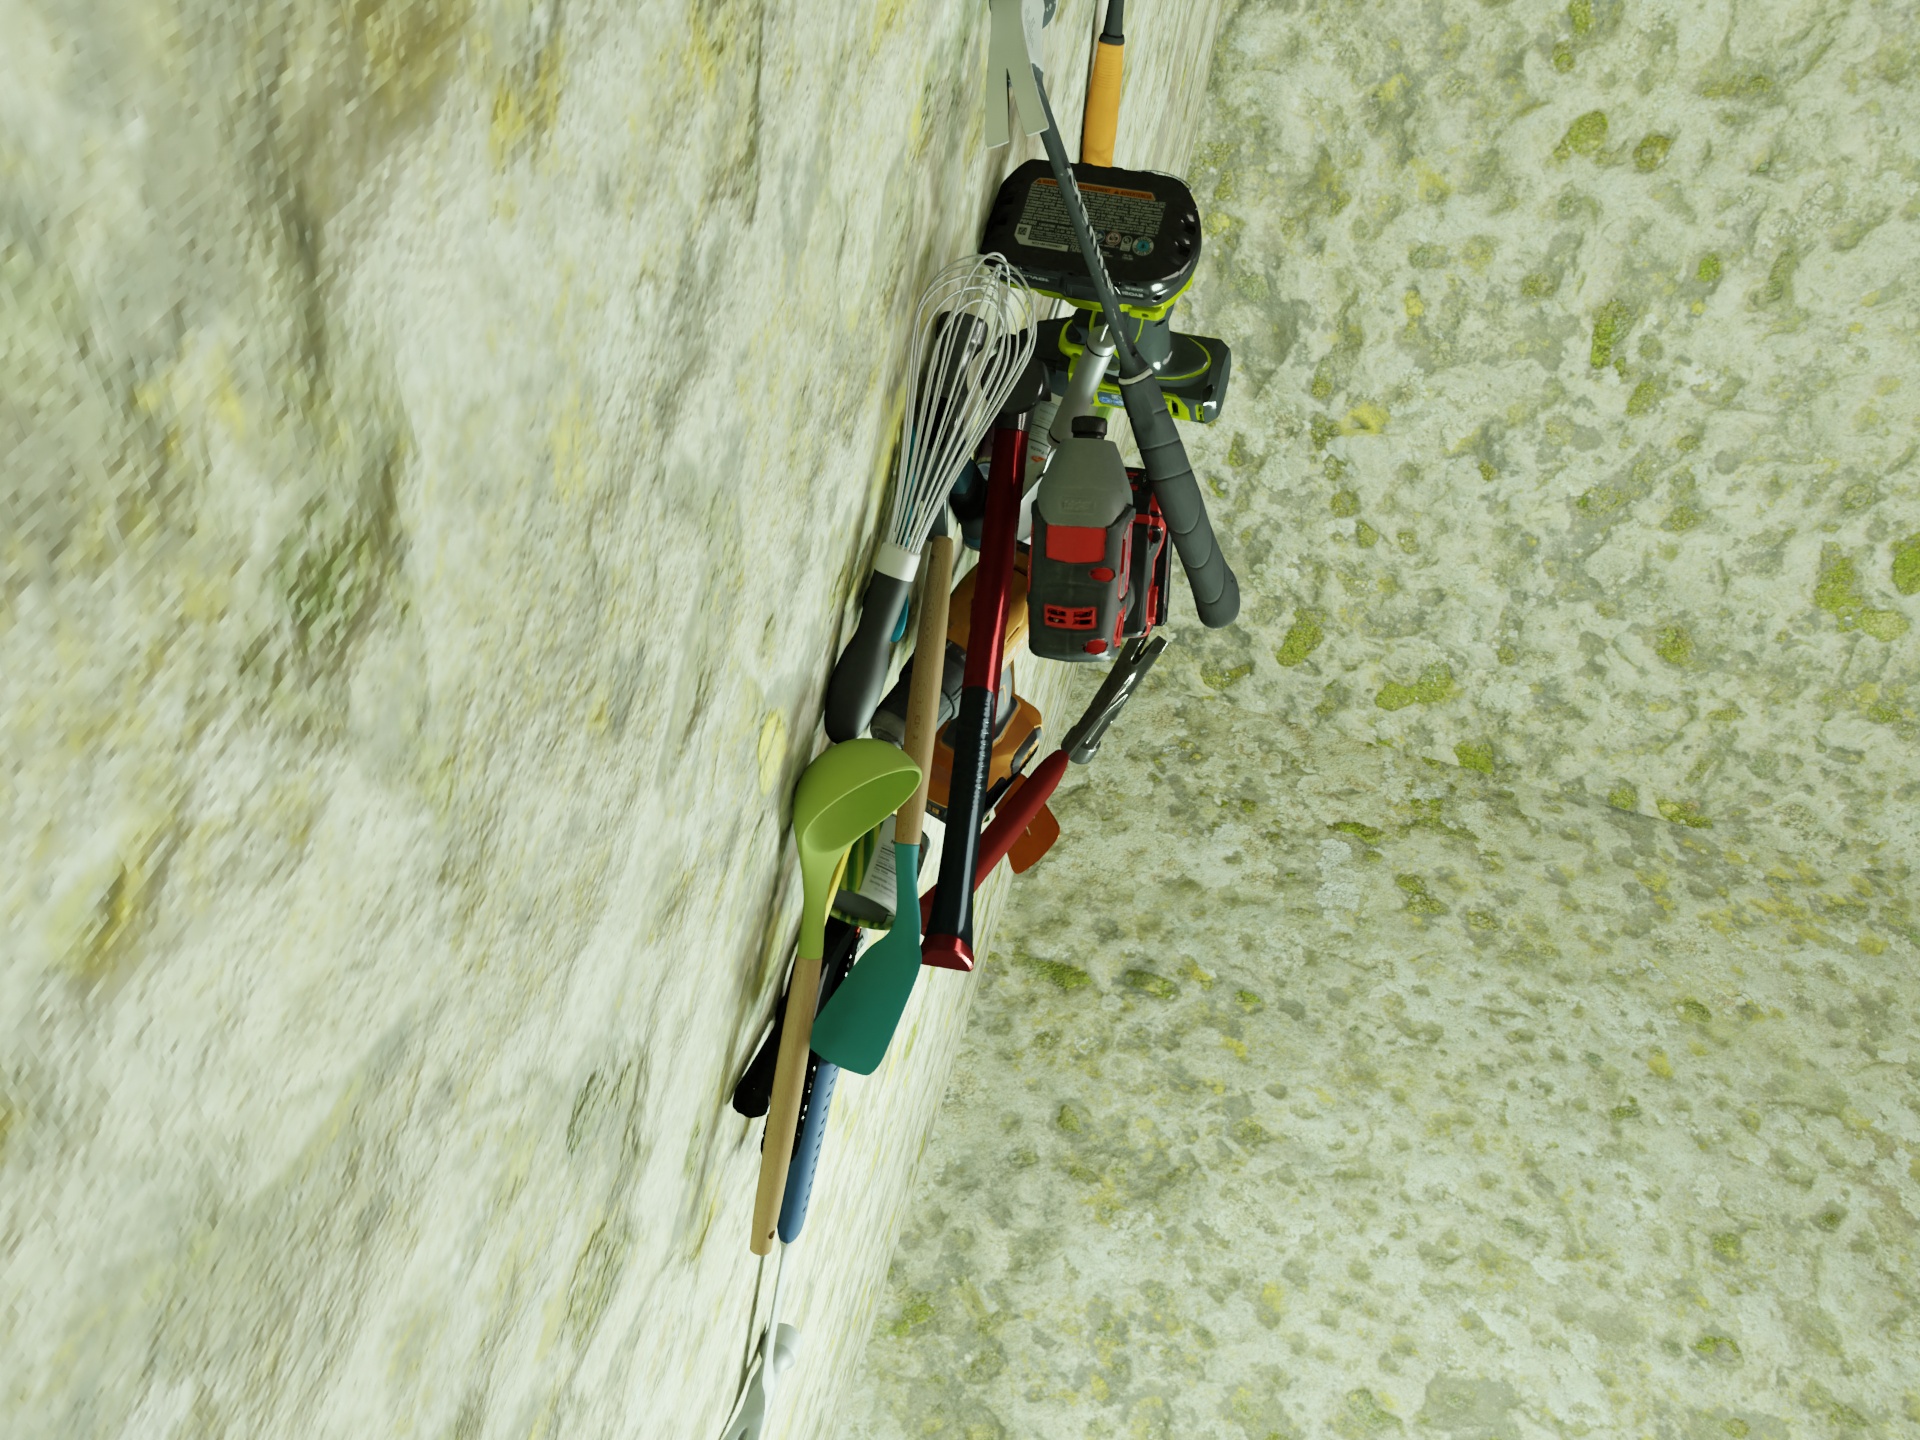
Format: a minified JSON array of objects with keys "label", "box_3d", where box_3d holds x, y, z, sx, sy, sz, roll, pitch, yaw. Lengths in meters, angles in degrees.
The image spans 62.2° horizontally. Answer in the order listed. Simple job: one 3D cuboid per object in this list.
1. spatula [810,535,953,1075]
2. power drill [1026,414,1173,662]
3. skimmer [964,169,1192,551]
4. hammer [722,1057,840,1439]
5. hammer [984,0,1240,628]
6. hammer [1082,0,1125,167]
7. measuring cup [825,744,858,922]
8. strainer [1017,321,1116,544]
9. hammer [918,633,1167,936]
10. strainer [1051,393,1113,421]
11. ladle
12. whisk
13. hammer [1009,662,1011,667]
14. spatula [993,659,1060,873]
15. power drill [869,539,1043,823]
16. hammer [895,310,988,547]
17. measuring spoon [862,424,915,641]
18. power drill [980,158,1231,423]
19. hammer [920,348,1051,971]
[{"label":"spatula","box_3d":[-0.037,0.047,0.945,0.082,0.044,0.317,7,-90,57]},{"label":"power drill","box_3d":[0.087,-0.114,1.008,0.219,0.078,0.143,-26,119,-76]},{"label":"skimmer","box_3d":[0.095,-0.300,1.330,0.127,0.090,0.363,1,-109,63]},{"label":"hammer","box_3d":[-0.135,0.409,1.236,0.144,0.035,0.405,-64,168,-60]},{"label":"hammer","box_3d":[0.095,-0.208,0.903,0.149,0.036,0.408,-82,153,-45]},{"label":"hammer","box_3d":[0.118,-0.519,1.268,0.336,0.034,0.127,89,16,-69]},{"label":"measuring cup","box_3d":[-0.085,0.087,0.955,0.062,0.029,0.156,58,50,-82]},{"label":"strainer","box_3d":[0.067,-0.194,1.104,0.087,0.050,0.258,-41,168,-29]},{"label":"hammer","box_3d":[0.059,0.053,1.243,0.359,0.037,0.149,-46,169,-50]},{"label":"strainer","box_3d":[0.077,-0.232,1.370,0.257,0.069,0.151,-75,-171,-46]},{"label":"ladle","box_3d":[-0.082,0.164,0.911,0.078,0.062,0.320,-4,107,-54]},{"label":"whisk","box_3d":[-0.024,-0.118,0.880,0.070,0.070,0.284,-47,156,-77]},{"label":"hammer","box_3d":[0.045,-0.109,1.469,0.332,0.031,0.130,-77,152,-55]},{"label":"spatula","box_3d":[0.052,-0.007,1.529,0.081,0.041,0.323,-49,-148,43]},{"label":"power drill","box_3d":[-0.002,-0.004,1.172,0.185,0.084,0.226,-51,162,-28]},{"label":"hammer","box_3d":[0.001,-0.166,1.082,0.331,0.033,0.128,34,71,-84]},{"label":"measuring spoon","box_3d":[-0.042,-0.110,0.922,0.042,0.021,0.128,-149,-117,-67]},{"label":"power drill","box_3d":[0.093,-0.281,1.086,0.223,0.171,0.080,54,51,-71]},{"label":"hammer","box_3d":[0.016,-0.033,1.013,0.143,0.038,0.386,-46,144,-81]}]
